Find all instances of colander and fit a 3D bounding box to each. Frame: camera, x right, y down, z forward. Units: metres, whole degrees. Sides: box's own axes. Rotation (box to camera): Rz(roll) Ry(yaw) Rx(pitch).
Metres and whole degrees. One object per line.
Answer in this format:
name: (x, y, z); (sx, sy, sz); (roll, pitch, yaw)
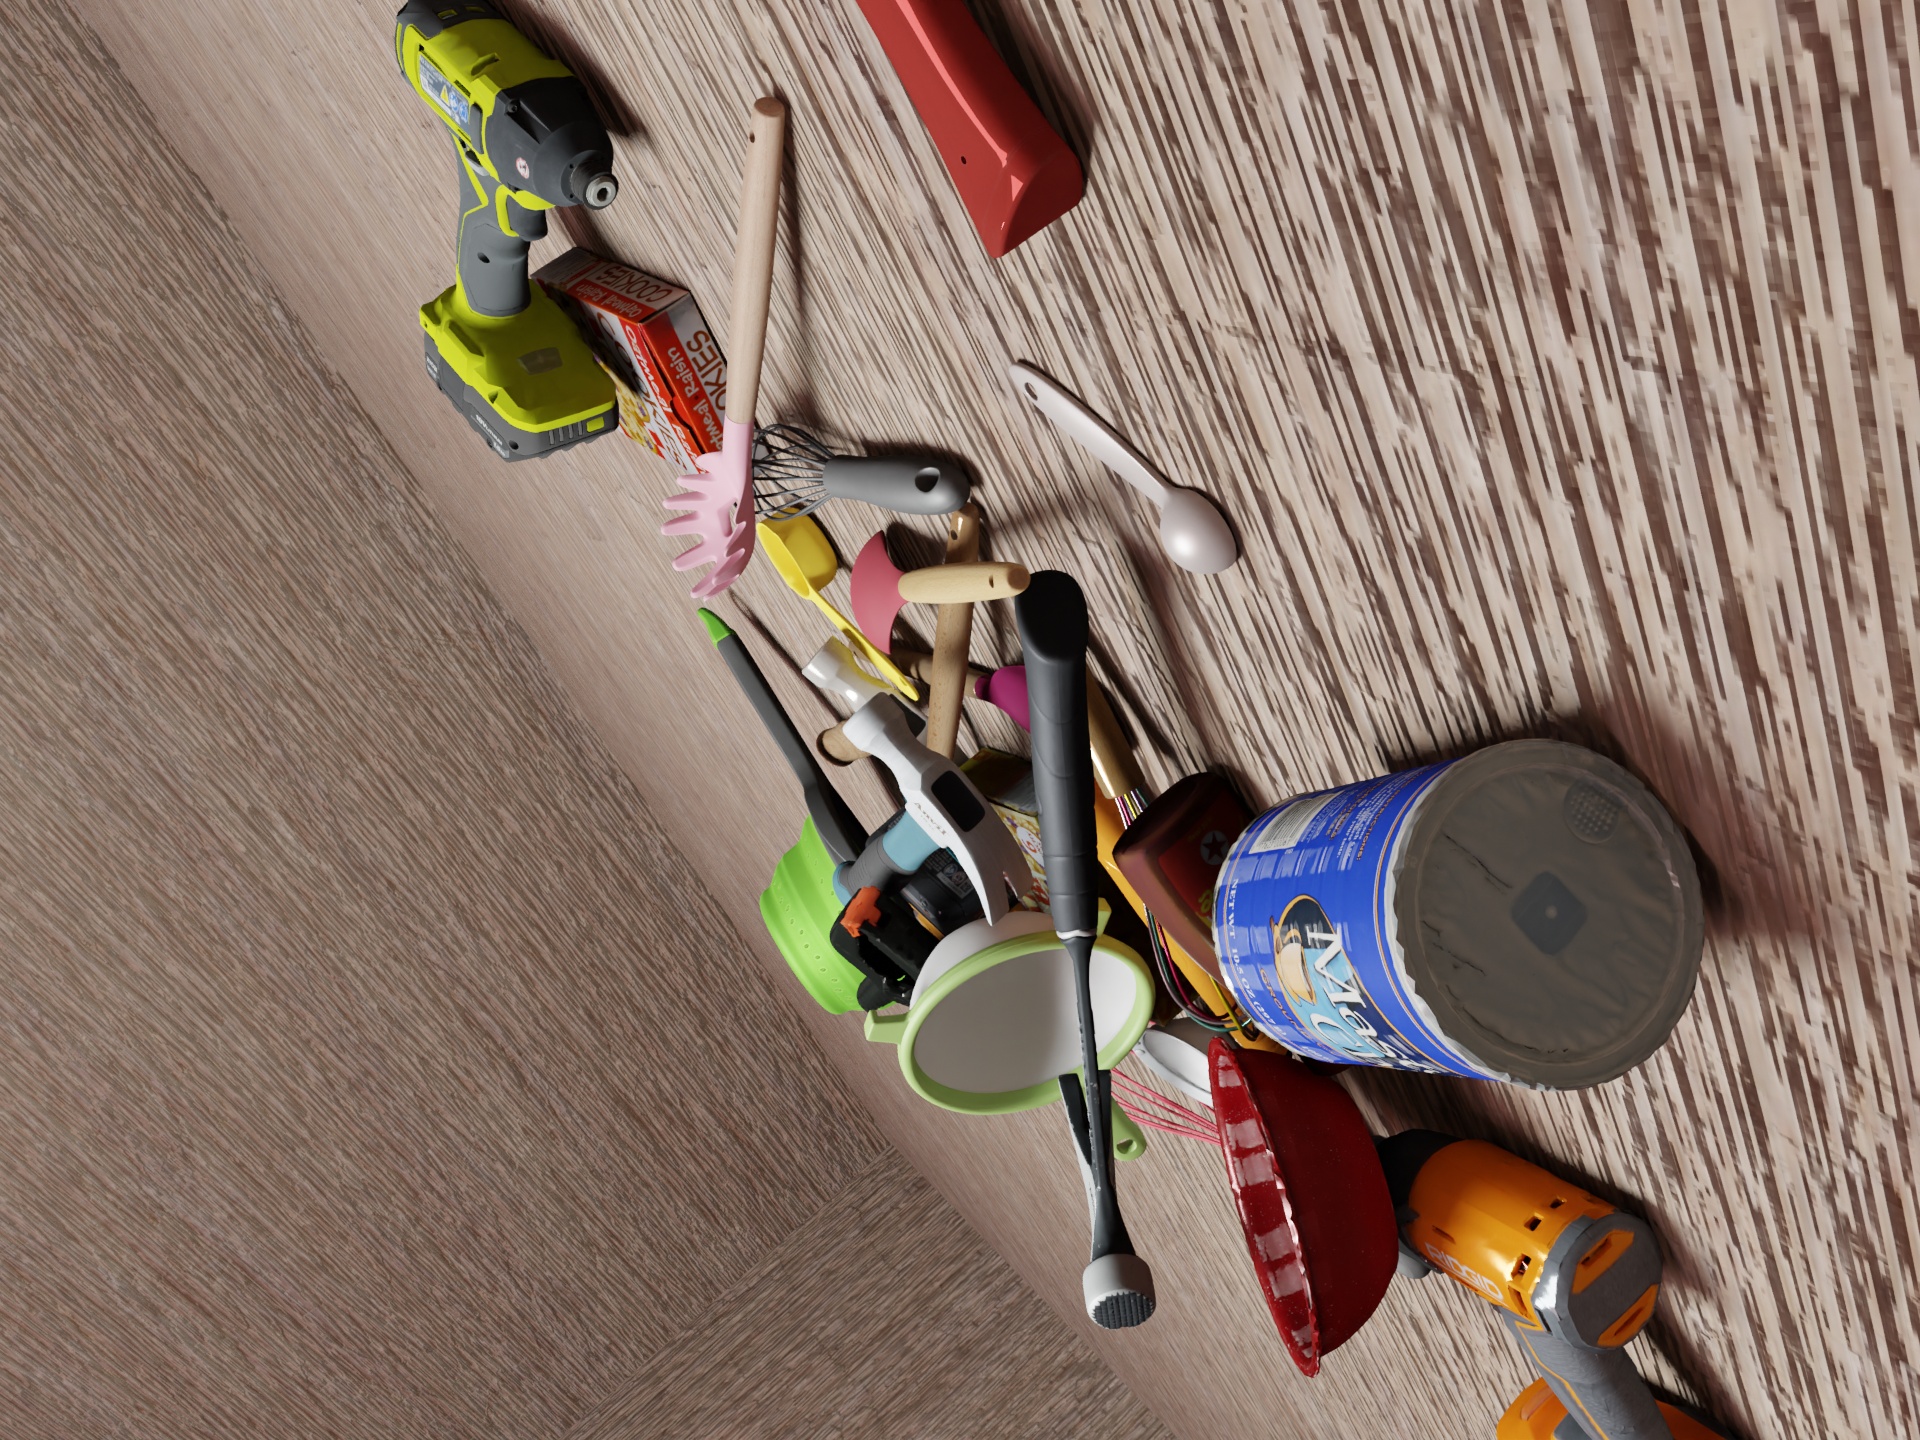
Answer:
colander: (-0.131, 0.090, 1.235); (0.397, 0.094, 0.204); (57, 179, 16)

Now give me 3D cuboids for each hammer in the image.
hammer: (0.058, 0.110, 0.763); (0.149, 0.036, 0.408); (-96, -1, -55)
hammer: (-0.037, 0.078, 0.943); (0.128, 0.033, 0.331); (47, 162, 3)
hammer: (0.152, 0.156, 0.852); (0.336, 0.034, 0.127); (53, 165, -15)
hammer: (-0.072, -0.303, 0.471); (0.358, 0.037, 0.149); (57, 163, -18)
hammer: (-0.067, 0.012, 1.126); (0.130, 0.031, 0.331); (40, 170, -5)

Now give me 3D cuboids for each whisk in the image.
whisk: (0.089, 0.051, 0.772); (0.051, 0.047, 0.245); (-18, 104, 45)
whisk: (-0.063, -0.125, 0.829); (0.239, 0.055, 0.055); (18, 144, 57)
whisk: (0.173, 0.263, 1.021); (0.296, 0.073, 0.073); (30, 155, 37)

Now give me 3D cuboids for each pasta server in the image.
pasta server: (-0.112, -0.166, 0.775); (0.060, 0.040, 0.316); (56, 154, 21)

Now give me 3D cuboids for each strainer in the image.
strainer: (0.089, 0.194, 1.011); (0.258, 0.050, 0.086); (13, 147, 31)
strainer: (0.053, 0.186, 0.954); (0.256, 0.151, 0.069); (55, -172, -44)

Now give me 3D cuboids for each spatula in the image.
spatula: (-0.001, -0.003, 0.880); (0.082, 0.044, 0.317); (50, 152, 30)

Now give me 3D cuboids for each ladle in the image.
ladle: (-0.016, -0.064, 0.766); (0.315, 0.031, 0.069); (-167, 72, -75)

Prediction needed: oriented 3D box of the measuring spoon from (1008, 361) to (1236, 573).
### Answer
measuring spoon: (0.056, -0.096, 0.606); (0.124, 0.018, 0.034); (45, 163, 23)

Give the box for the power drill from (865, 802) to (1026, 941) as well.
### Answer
power drill: (0.012, 0.143, 1.161); (0.186, 0.084, 0.226); (38, 164, 44)

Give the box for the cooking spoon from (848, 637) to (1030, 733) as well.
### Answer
cooking spoon: (0.003, -0.023, 0.918); (0.068, 0.017, 0.319); (55, 164, -24)

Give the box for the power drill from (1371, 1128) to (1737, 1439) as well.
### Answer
power drill: (0.278, 0.295, 0.757); (0.226, 0.084, 0.164); (61, 163, -18)

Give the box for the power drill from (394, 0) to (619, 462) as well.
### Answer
power drill: (-0.244, -0.262, 0.882); (0.171, 0.080, 0.223); (47, 145, 25)

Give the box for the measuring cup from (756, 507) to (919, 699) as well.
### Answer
measuring cup: (-0.068, -0.073, 0.982); (0.157, 0.029, 0.062); (46, 164, 19)
